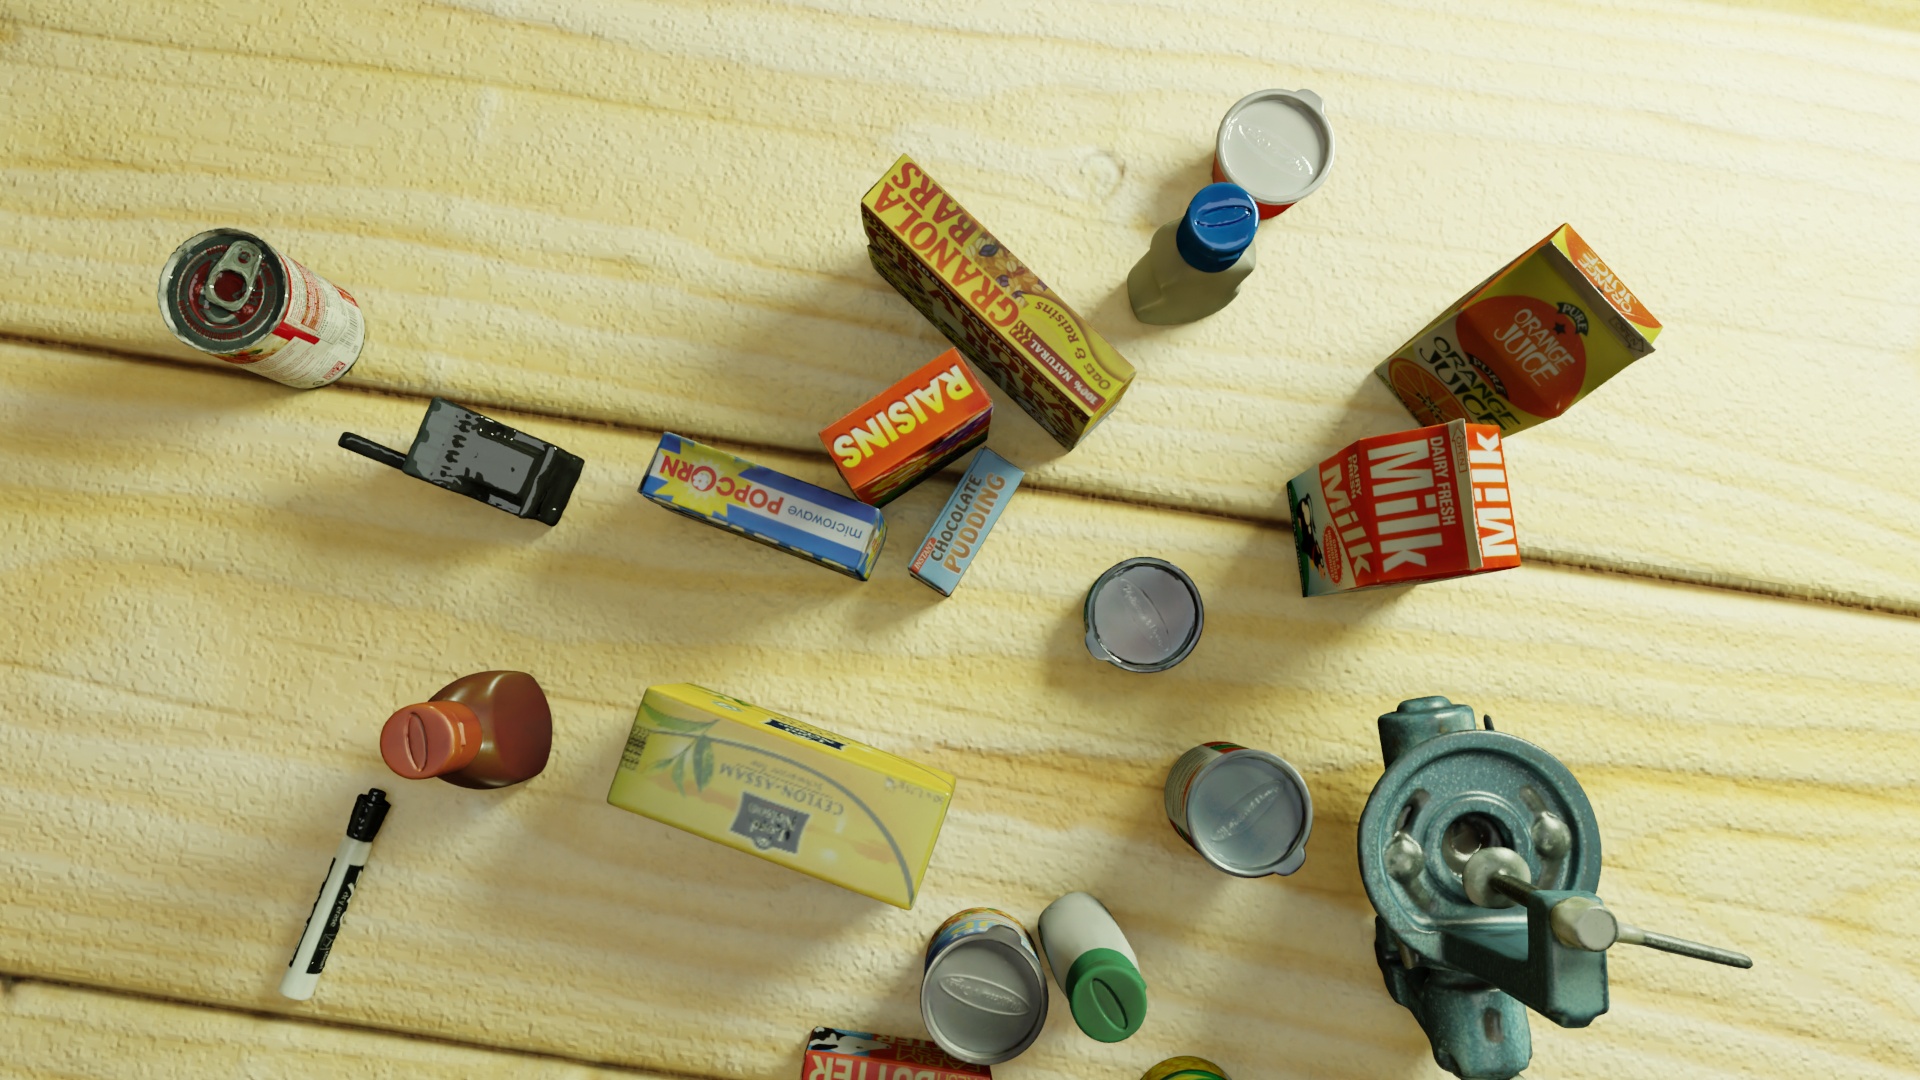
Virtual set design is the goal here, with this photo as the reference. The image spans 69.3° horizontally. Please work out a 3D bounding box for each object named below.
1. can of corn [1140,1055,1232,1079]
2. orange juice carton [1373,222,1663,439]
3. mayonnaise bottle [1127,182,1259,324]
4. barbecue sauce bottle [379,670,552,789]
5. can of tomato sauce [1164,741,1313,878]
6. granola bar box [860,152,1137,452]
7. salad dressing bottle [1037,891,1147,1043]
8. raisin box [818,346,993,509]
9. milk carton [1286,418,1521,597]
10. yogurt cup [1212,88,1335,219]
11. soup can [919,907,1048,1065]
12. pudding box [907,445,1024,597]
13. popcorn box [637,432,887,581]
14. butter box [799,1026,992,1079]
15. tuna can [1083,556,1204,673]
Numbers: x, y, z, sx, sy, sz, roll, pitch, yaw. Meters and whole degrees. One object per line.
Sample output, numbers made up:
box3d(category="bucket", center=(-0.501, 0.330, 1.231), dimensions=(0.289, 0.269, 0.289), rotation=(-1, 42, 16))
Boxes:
box3d(category="can of corn", center=(0.125, 0.322, 0.757), dimensions=(0.071, 0.058, 0.071), rotation=(0, 85, 0))
box3d(category="orange juice carton", center=(0.294, -0.104, 0.731), dimensions=(0.073, 0.192, 0.072), rotation=(-40, 86, -3))
box3d(category="mayonnaise bottle", center=(0.130, -0.154, 0.757), dimensions=(0.065, 0.148, 0.041), rotation=(-11, 85, -1))
box3d(category="barbecue sauce bottle", center=(-0.257, 0.101, 0.731), dimensions=(0.044, 0.148, 0.065), rotation=(-9, 85, -1))
box3d(category="can of tomato sauce", center=(0.152, 0.146, 0.762), dimensions=(0.071, 0.083, 0.071), rotation=(0, 85, 0))
box3d(category="granola bar box", center=(0.018, -0.124, 0.766), dimensions=(0.165, 0.124, 0.039), rotation=(44, 86, 3))
box3d(category="salad dressing bottle", center=(0.069, 0.222, 0.722), dimensions=(0.044, 0.147, 0.064), rotation=(-32, 86, -3))
box3d(category="raisin box", center=(-0.028, -0.056, 0.759), dimensions=(0.086, 0.123, 0.040), rotation=(-32, 86, -3))
box3d(category="milk carton", center=(0.231, -0.013, 0.723), dimensions=(0.073, 0.190, 0.072), rotation=(-6, 85, -1))
box3d(category="yogurt cup", center=(0.179, -0.222, 0.811), dimensions=(0.072, 0.054, 0.072), rotation=(0, 85, 0))
box3d(category="soup can", center=(0.013, 0.236, 0.752), dimensions=(0.071, 0.083, 0.071), rotation=(0, 85, 0))
box3d(category="pudding box", center=(0.003, -0.010, 0.792), dimensions=(0.030, 0.049, 0.084), rotation=(32, 85, 2))
box3d(category="popcorn box", center=(-0.106, -0.017, 0.774), dimensions=(0.127, 0.085, 0.038), rotation=(20, 85, 2))
box3d(category="butter box", center=(-0.034, 0.291, 0.762), dimensions=(0.103, 0.053, 0.024), rotation=(8, 85, 0))
box3d(category="tuna can", center=(0.102, 0.044, 0.796), dimensions=(0.071, 0.033, 0.071), rotation=(0, 85, 0))
